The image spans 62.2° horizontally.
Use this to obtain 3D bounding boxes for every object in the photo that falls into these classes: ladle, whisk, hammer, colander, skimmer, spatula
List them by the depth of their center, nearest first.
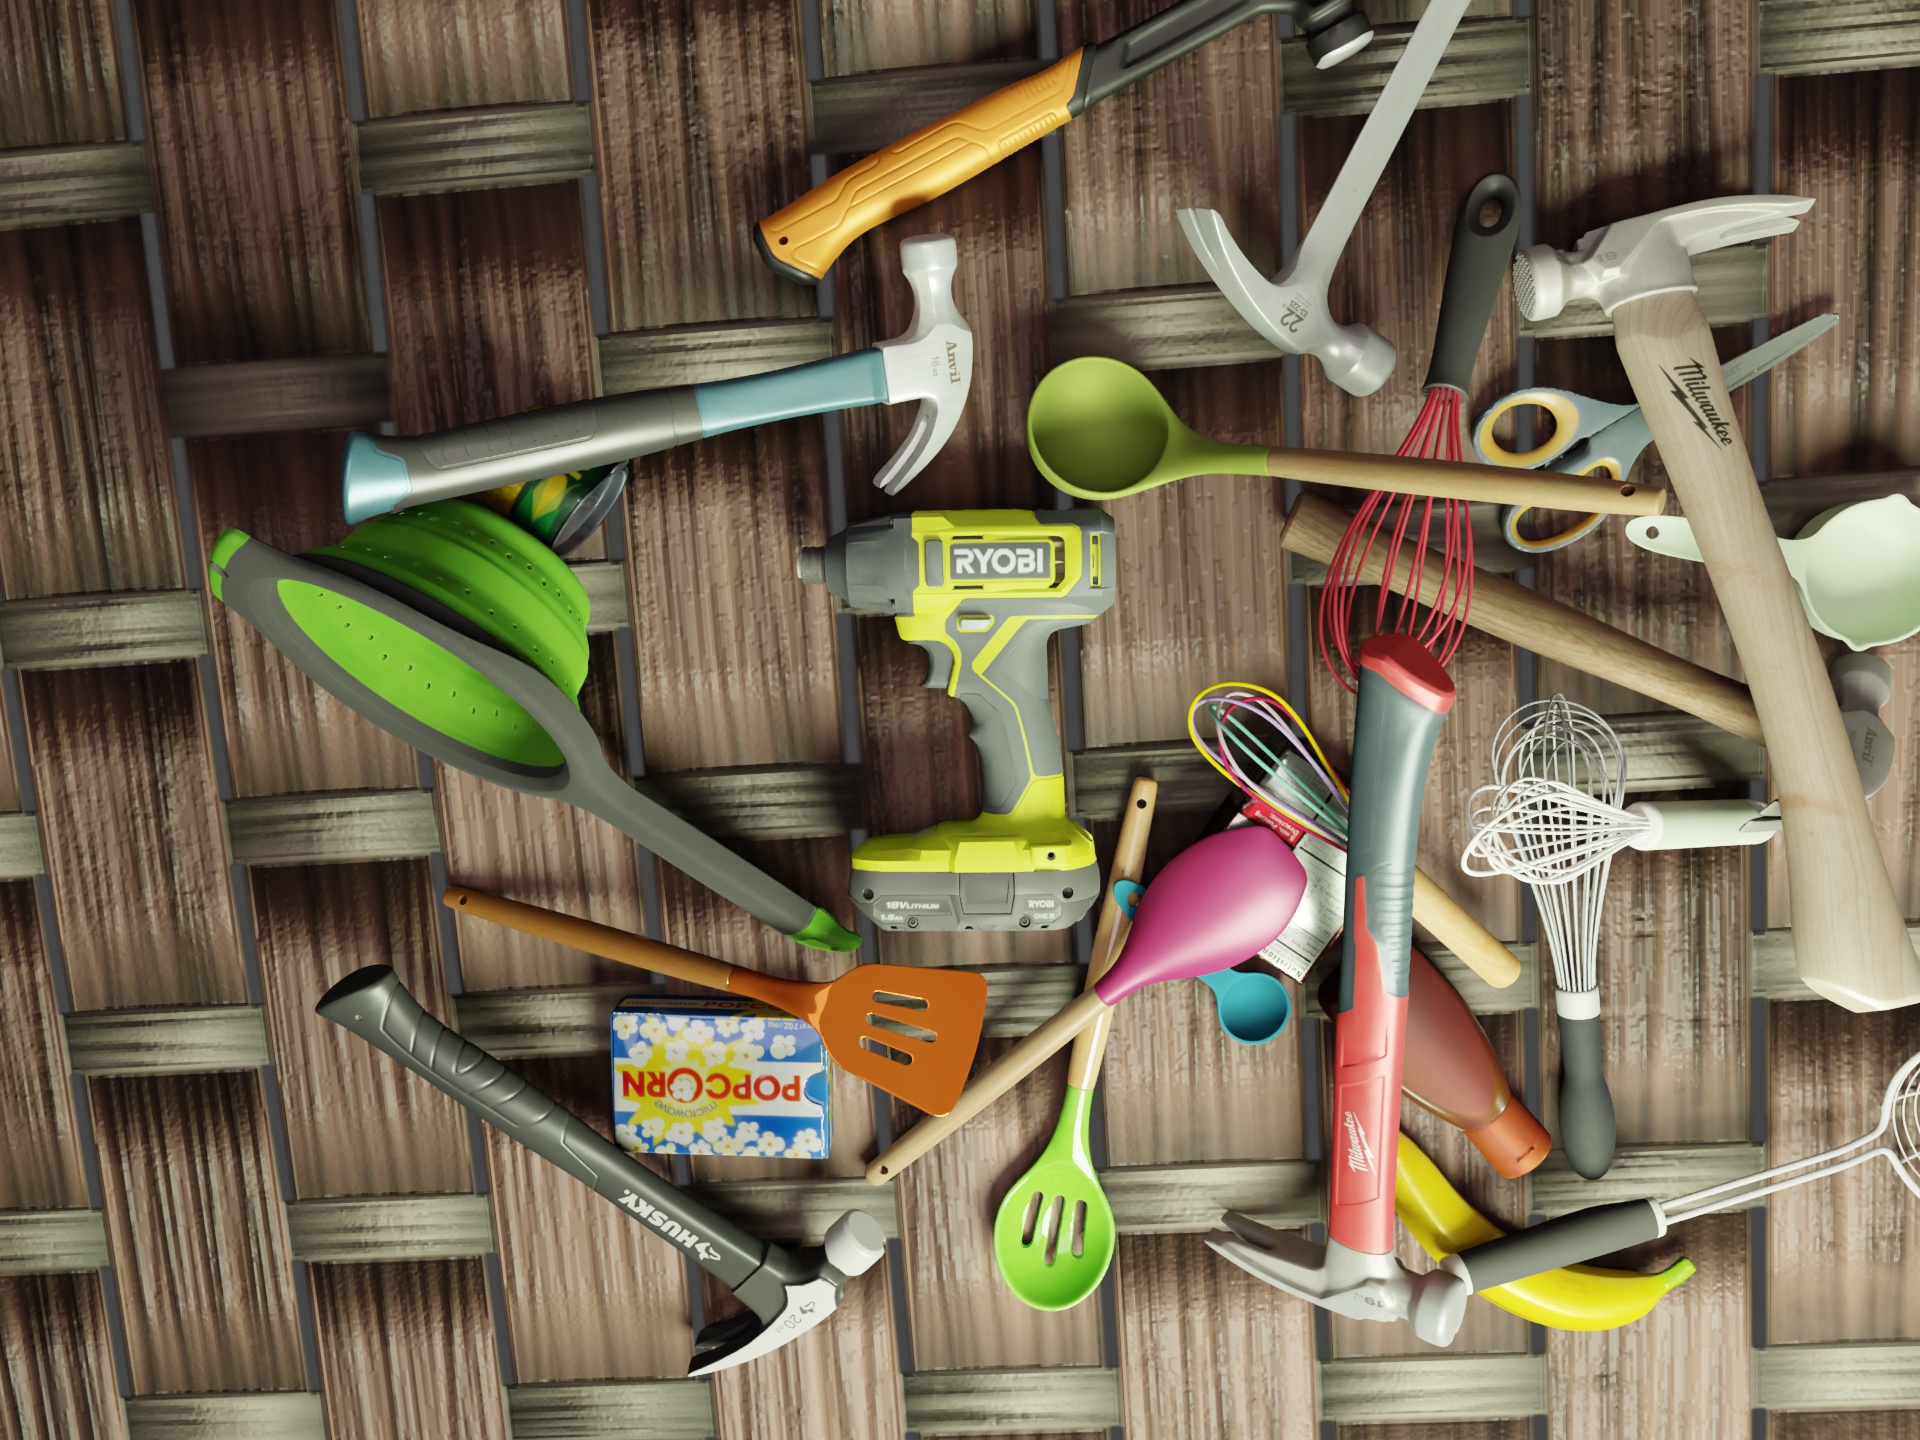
[{"bbox_3d":[0.173,-0.130,0.776,0.320,0.062,0.078,13,76,35],"label":"ladle"},{"bbox_3d":[0.400,-0.066,0.782,0.146,0.038,0.411,-13,76,6],"label":"hammer"},{"bbox_3d":[0.249,-0.377,0.799,0.144,0.035,0.405,24,96,-28],"label":"hammer"},{"bbox_3d":[0.243,-0.148,0.810,0.073,0.073,0.296,16,79,1],"label":"whisk"},{"bbox_3d":[0.342,0.055,0.811,0.246,0.058,0.059,1,134,-34],"label":"whisk"},{"bbox_3d":[-0.148,-0.156,0.812,0.331,0.033,0.128,-16,115,-17],"label":"hammer"},{"bbox_3d":[0.198,0.141,0.821,0.143,0.038,0.386,12,116,33],"label":"hammer"},{"bbox_3d":[0.038,-0.333,0.838,0.337,0.034,0.127,-27,96,7],"label":"hammer"},{"bbox_3d":[0.213,0.062,0.838,0.245,0.051,0.047,40,93,-15],"label":"whisk"},{"bbox_3d":[0.326,-0.041,0.840,0.331,0.031,0.130,24,55,7],"label":"hammer"},{"bbox_3d":[0.444,0.260,0.853,0.363,0.090,0.127,-16,98,-2],"label":"skimmer"},{"bbox_3d":[-0.202,-0.006,0.869,0.396,0.204,0.094,35,64,-17],"label":"colander"},{"bbox_3d":[0.338,0.123,0.877,0.070,0.070,0.284,-8,103,5],"label":"whisk"},{"bbox_3d":[-0.214,0.248,0.896,0.334,0.035,0.146,39,111,-13],"label":"hammer"},{"bbox_3d":[-0.147,0.140,0.897,0.323,0.041,0.081,13,80,15],"label":"spatula"}]

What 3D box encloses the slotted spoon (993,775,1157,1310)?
[{"bbox_3d":[0.076,0.185,0.913,0.070,0.031,0.314,11,97,4],"label":"slotted spoon"}]

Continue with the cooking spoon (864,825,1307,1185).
[{"bbox_3d":[0.061,0.170,0.892,0.319,0.017,0.069,-42,87,17],"label":"cooking spoon"}]

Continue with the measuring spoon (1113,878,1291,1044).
[{"bbox_3d":[0.133,0.132,0.901,0.128,0.021,0.042,42,92,-6],"label":"measuring spoon"}]

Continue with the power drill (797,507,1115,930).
[{"bbox_3d":[-0.001,-0.003,0.869,0.171,0.080,0.223,-1,94,3],"label":"power drill"}]

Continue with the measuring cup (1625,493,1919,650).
[{"bbox_3d":[0.434,-0.088,0.847,0.167,0.038,0.083,11,99,4],"label":"measuring cup"}]
